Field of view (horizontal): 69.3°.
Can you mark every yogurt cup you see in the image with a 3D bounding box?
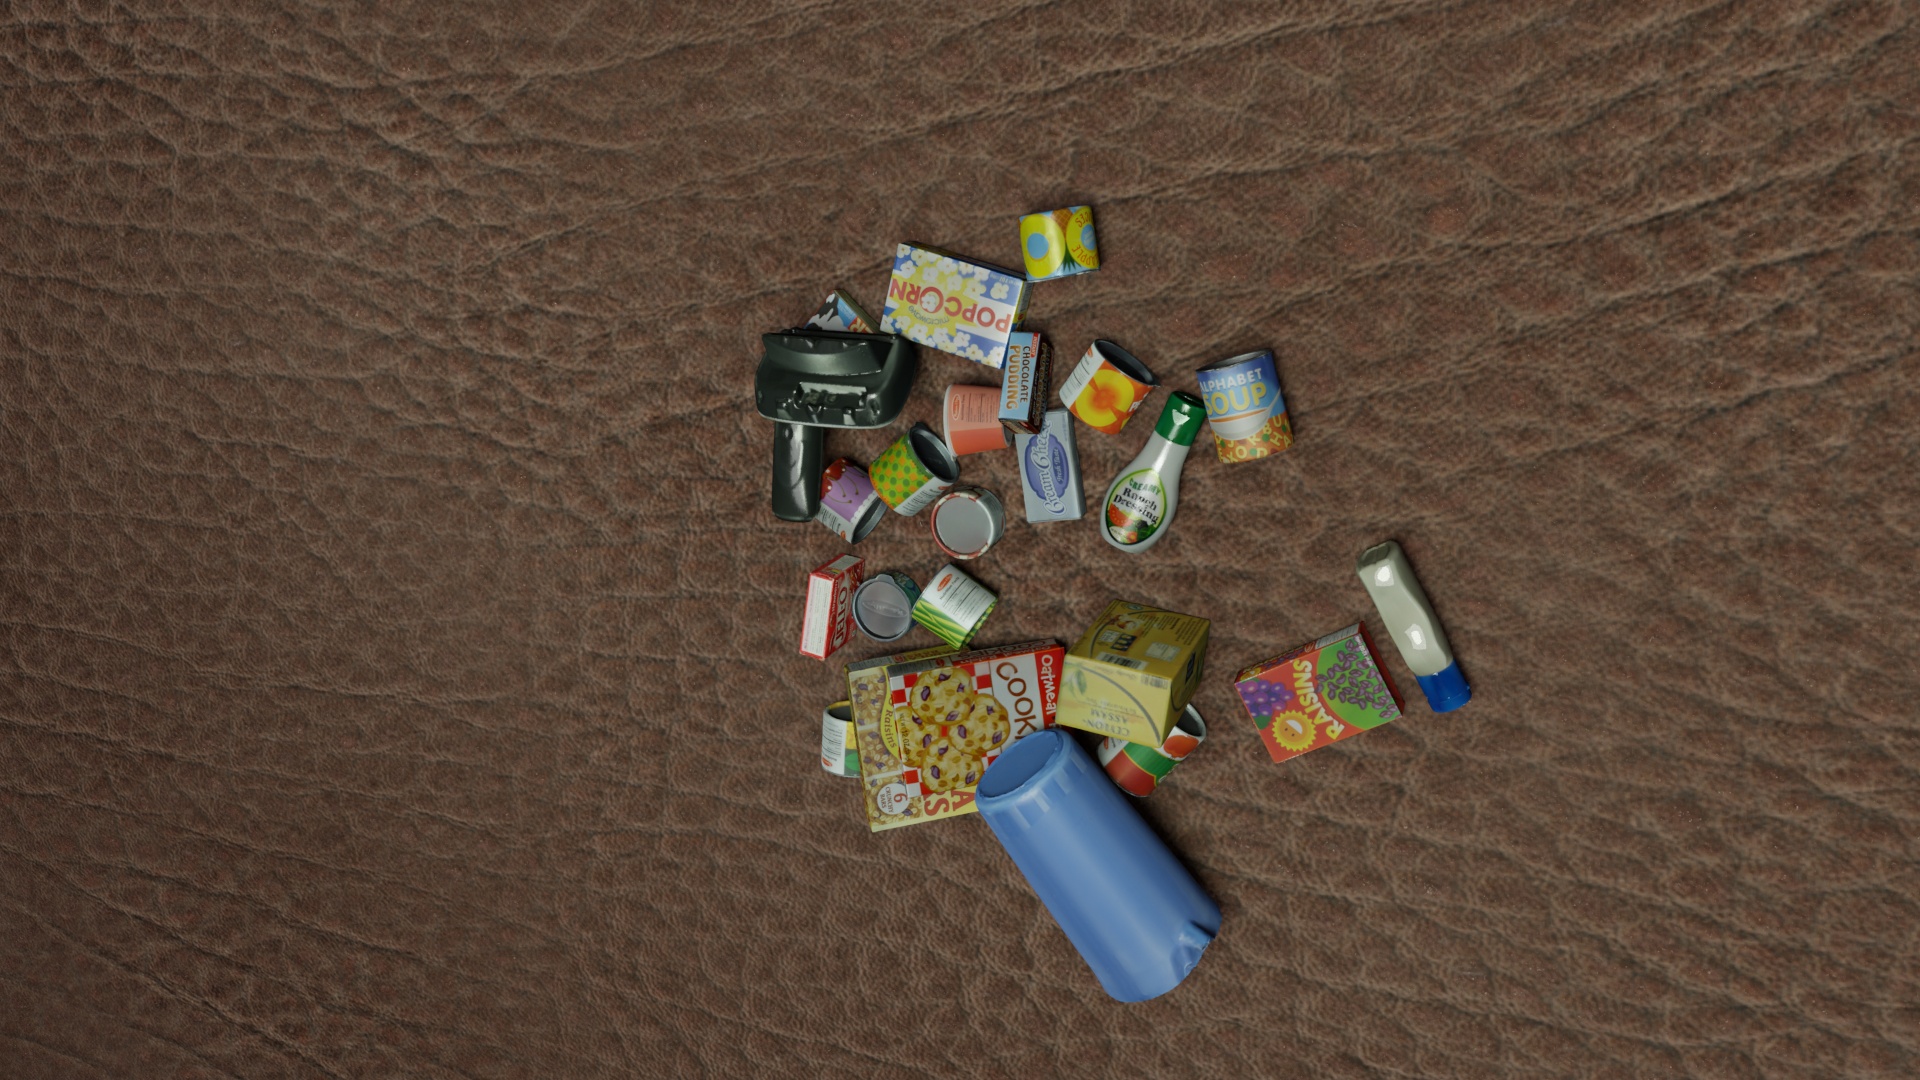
[{"bbox_3d":[0.018,-0.112,1.279,0.054,0.072,0.072,-1,104,13],"label":"yogurt cup"}]

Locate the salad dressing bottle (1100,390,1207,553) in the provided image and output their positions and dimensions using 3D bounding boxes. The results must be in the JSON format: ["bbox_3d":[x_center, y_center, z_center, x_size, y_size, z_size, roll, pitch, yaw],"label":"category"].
[{"bbox_3d":[0.174,-0.061,1.241,0.064,0.044,0.147,28,112,14],"label":"salad dressing bottle"}]

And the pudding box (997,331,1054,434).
[{"bbox_3d":[0.059,-0.140,1.247,0.030,0.049,0.084,6,81,20],"label":"pudding box"}]

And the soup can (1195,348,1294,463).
[{"bbox_3d":[0.242,-0.114,1.185,0.071,0.071,0.083,-13,99,24],"label":"soup can"}]

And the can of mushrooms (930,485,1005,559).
[{"bbox_3d":[0.005,-0.017,1.325,0.071,0.033,0.070,6,107,19],"label":"can of mushrooms"}]

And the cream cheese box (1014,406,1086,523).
[{"bbox_3d":[0.083,-0.070,1.285,0.053,0.024,0.103,-4,102,23],"label":"cream cheese box"}]

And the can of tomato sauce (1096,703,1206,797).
[{"bbox_3d":[0.179,0.188,1.293,0.071,0.071,0.082,42,114,6],"label":"can of tomato sauce"}]

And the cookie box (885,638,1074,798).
[{"bbox_3d":[0.021,0.169,1.324,0.168,0.040,0.122,-9,102,-6],"label":"cookie box"}]

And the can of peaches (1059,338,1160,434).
[{"bbox_3d":[0.131,-0.134,1.226,0.071,0.071,0.057,39,114,8],"label":"can of peaches"}]

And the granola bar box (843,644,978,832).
[{"bbox_3d":[-0.041,0.192,1.364,0.124,0.039,0.165,-9,102,-10],"label":"granola bar box"}]

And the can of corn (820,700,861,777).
[{"bbox_3d":[-0.105,0.200,1.408,0.071,0.071,0.058,8,104,19],"label":"can of corn"}]

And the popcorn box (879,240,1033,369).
[{"bbox_3d":[-0.004,-0.216,1.272,0.127,0.038,0.085,20,111,16],"label":"popcorn box"}]

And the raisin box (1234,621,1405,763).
[{"bbox_3d":[0.319,0.136,1.239,0.123,0.040,0.086,-27,94,24],"label":"raisin box"}]

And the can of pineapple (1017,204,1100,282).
[{"bbox_3d":[0.087,-0.259,1.210,0.071,0.071,0.057,-5,102,23],"label":"can of pineapple"}]

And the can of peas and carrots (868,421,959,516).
[{"bbox_3d":[-0.045,-0.067,1.314,0.058,0.071,0.071,-38,88,26],"label":"can of peas and carrots"}]

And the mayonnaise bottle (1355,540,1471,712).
[{"bbox_3d":[0.387,0.076,1.185,0.041,0.065,0.148,-26,97,24],"label":"mayonnaise bottle"}]

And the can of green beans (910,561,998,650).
[{"bbox_3d":[-0.005,0.063,1.332,0.058,0.071,0.071,36,114,8],"label":"can of green beans"}]

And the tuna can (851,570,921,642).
[{"bbox_3d":[-0.072,0.063,1.376,0.071,0.033,0.071,6,106,20],"label":"tuna can"}]

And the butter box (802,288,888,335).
[{"bbox_3d":[-0.098,-0.186,1.325,0.103,0.024,0.053,46,114,5],"label":"butter box"}]

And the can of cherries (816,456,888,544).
[{"bbox_3d":[-0.106,-0.041,1.346,0.058,0.072,0.071,35,114,11],"label":"can of cherries"}]
